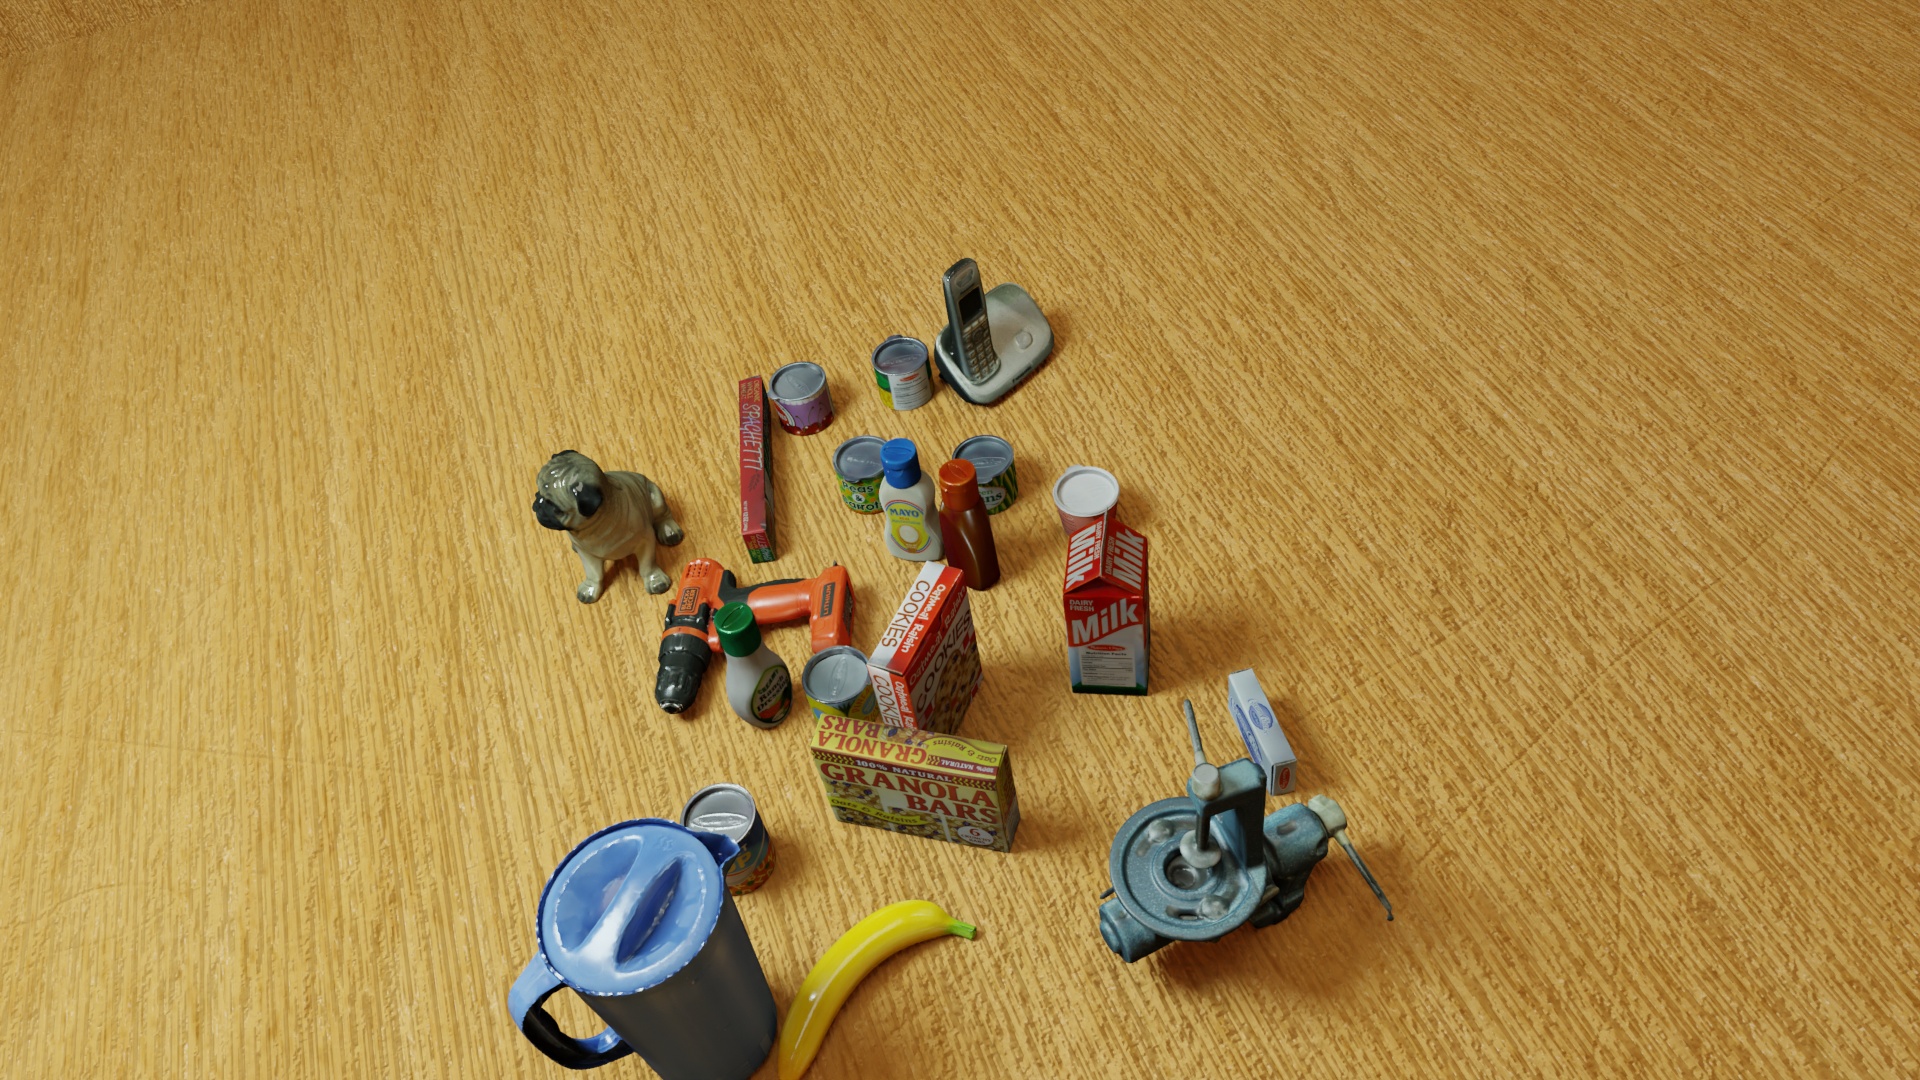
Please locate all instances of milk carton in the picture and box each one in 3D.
[{"bbox_3d":[0.134,0.057,1.263,0.073,0.189,0.073,1,49,10],"label":"milk carton"}]

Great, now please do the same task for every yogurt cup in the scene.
[{"bbox_3d":[0.131,-0.034,1.436,0.072,0.053,0.073,-5,48,5],"label":"yogurt cup"}]

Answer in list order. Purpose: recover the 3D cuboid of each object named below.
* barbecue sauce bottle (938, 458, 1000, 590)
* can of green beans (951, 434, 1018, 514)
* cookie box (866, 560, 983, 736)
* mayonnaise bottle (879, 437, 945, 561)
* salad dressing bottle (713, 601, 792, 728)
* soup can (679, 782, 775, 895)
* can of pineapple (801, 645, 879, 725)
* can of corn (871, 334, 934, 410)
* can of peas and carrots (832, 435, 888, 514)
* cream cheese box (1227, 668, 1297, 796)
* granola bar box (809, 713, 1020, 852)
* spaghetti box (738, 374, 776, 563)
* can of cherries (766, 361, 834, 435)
[{"bbox_3d":[0.005,-0.017,1.378,0.044,0.147,0.065,-34,52,-19],"label":"barbecue sauce bottle"},{"bbox_3d":[0.027,-0.069,1.481,0.071,0.057,0.071,-5,48,5],"label":"can of green beans"},{"bbox_3d":[-0.027,0.118,1.250,0.040,0.166,0.123,14,53,21],"label":"cookie box"},{"bbox_3d":[-0.053,-0.040,1.407,0.065,0.147,0.041,6,50,14],"label":"mayonnaise bottle"},{"bbox_3d":[-0.195,0.116,1.291,0.044,0.147,0.064,26,57,28],"label":"salad dressing bottle"},{"bbox_3d":[-0.201,0.263,1.205,0.071,0.083,0.072,-5,48,5],"label":"soup can"},{"bbox_3d":[-0.111,0.143,1.314,0.071,0.057,0.071,-5,48,5],"label":"can of pineapple"},{"bbox_3d":[-0.066,-0.194,1.606,0.071,0.058,0.071,-5,48,5],"label":"can of corn"},{"bbox_3d":[-0.101,-0.069,1.500,0.071,0.058,0.071,-5,48,5],"label":"can of peas and carrots"},{"bbox_3d":[0.267,0.170,1.234,0.024,0.053,0.104,-15,48,-4],"label":"cream cheese box"},{"bbox_3d":[-0.038,0.211,1.198,0.165,0.123,0.039,7,51,15],"label":"granola bar box"},{"bbox_3d":[-0.225,-0.083,1.538,0.029,0.050,0.251,-10,48,1],"label":"spaghetti box"},{"bbox_3d":[-0.184,-0.162,1.596,0.071,0.058,0.072,-5,48,5],"label":"can of cherries"}]
